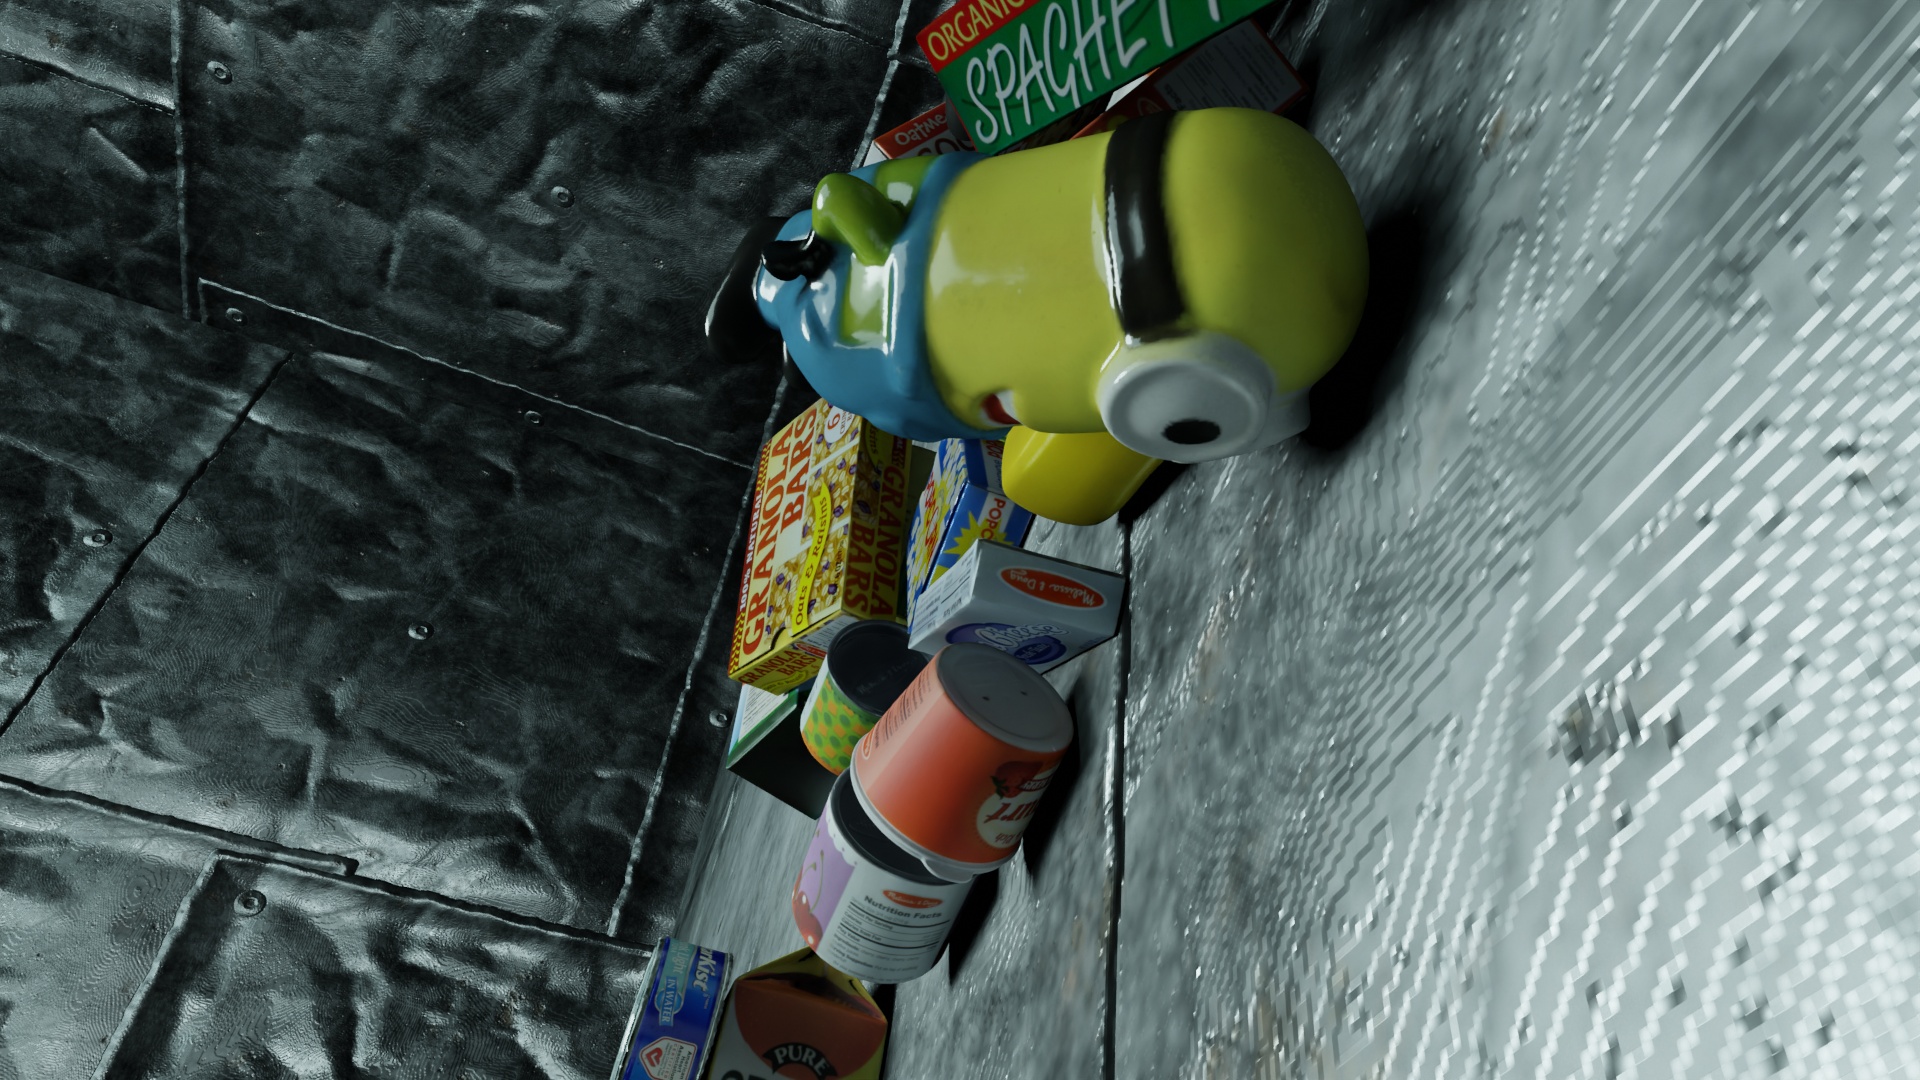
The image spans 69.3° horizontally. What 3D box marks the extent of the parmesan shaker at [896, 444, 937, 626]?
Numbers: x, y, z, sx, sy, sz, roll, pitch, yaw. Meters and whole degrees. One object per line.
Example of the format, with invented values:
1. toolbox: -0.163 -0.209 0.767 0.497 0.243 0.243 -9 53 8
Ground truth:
1. parmesan shaker: -0.036 -0.003 0.859 0.071 0.071 0.103 151 137 -77

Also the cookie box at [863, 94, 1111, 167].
1. cookie box: 0.007 -0.214 0.811 0.168 0.040 0.122 -36 -8 -28

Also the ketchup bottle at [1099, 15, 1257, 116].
1. ketchup bottle: 0.097 -0.216 0.541 0.065 0.043 0.148 -88 18 -52

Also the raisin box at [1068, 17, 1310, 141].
1. raisin box: 0.048 -0.117 0.474 0.123 0.040 0.086 -40 6 -10

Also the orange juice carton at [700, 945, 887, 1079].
1. orange juice carton: -0.083 0.260 0.591 0.071 0.073 0.194 117 168 -47

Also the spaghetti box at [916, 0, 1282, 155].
1. spaghetti box: 0.065 -0.162 0.372 0.029 0.050 0.249 -36 15 -26

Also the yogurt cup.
1. yogurt cup: 0.003 0.072 0.483 0.053 0.072 0.073 -58 14 25

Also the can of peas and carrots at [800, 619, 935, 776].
1. can of peas and carrots: -0.044 0.086 0.731 0.071 0.071 0.058 -82 13 -48

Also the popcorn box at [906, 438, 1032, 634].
1. popcorn box: 0.003 -0.009 0.716 0.127 0.038 0.085 -96 25 -68

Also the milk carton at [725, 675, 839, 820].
1. milk carton: -0.092 0.080 0.914 0.073 0.072 0.191 -43 26 27

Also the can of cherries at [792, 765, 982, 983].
1. can of cherries: -0.026 0.126 0.541 0.072 0.071 0.058 -88 17 -59

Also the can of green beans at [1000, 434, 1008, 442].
1. can of green beans: 0.037 -0.068 0.563 0.071 0.058 0.071 -160 88 -81

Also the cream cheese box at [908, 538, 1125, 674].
1. cream cheese box: 0.017 0.027 0.512 0.103 0.053 0.024 134 151 -70

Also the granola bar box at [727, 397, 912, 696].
1. granola bar box: -0.082 -0.006 0.821 0.123 0.039 0.166 -31 45 44

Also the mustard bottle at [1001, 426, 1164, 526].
1. mustard bottle: 0.058 -0.056 0.448 0.159 0.049 0.065 129 161 -64
